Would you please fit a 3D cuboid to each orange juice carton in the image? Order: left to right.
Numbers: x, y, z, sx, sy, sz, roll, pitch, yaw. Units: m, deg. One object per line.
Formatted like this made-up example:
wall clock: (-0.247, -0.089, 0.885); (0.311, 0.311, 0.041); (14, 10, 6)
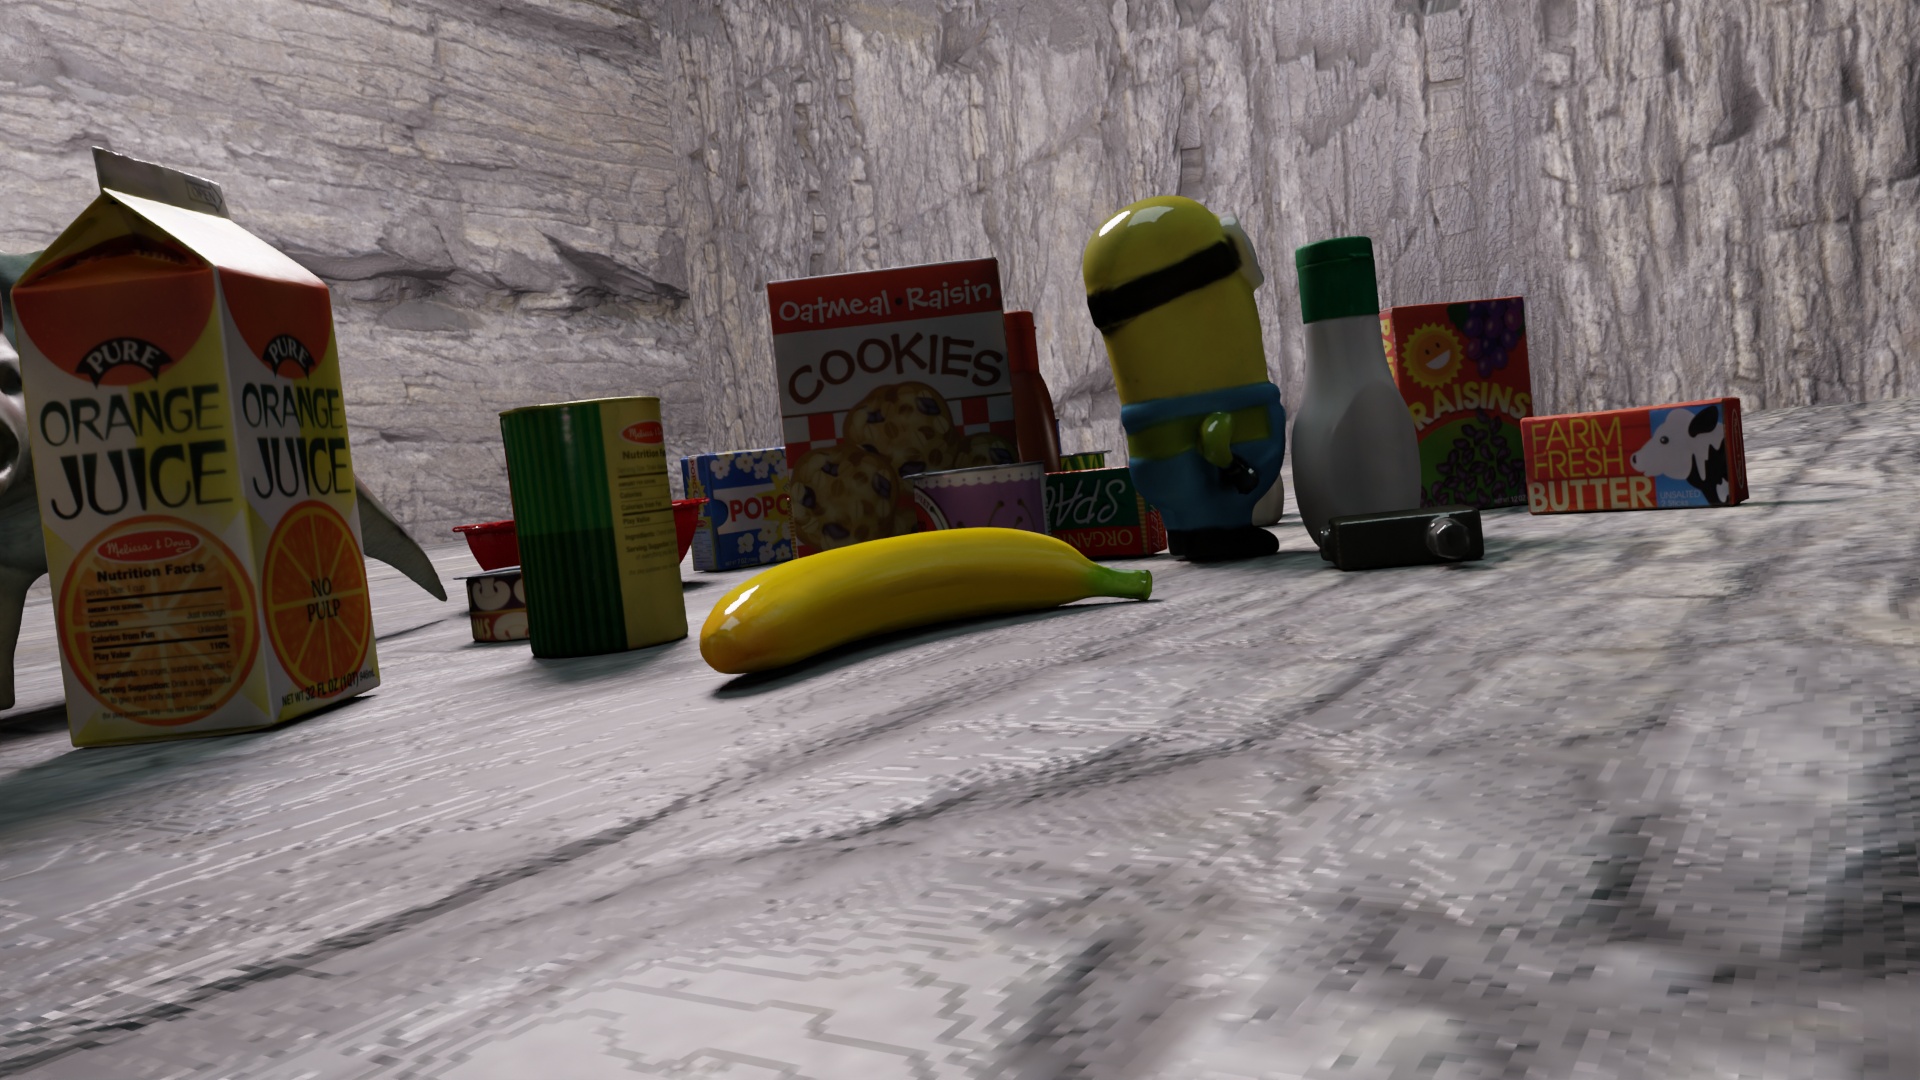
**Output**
orange juice carton: (-0.262, -0.033, 0.478); (0.073, 0.192, 0.072); (-6, 3, 4)

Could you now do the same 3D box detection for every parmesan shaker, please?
parmesan shaker: (-0.156, -0.006, 0.586); (0.071, 0.103, 0.071); (-6, 3, 0)

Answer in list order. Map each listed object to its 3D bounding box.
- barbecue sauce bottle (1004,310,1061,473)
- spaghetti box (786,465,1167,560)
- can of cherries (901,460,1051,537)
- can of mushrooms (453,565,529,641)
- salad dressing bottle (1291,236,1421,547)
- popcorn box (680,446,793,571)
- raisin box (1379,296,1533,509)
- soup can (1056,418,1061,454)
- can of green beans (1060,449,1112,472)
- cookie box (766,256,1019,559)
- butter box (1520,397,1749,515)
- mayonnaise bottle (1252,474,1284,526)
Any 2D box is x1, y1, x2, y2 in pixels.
barbecue sauce bottle: (0.035, -0.067, 0.864); (0.044, 0.148, 0.065); (-8, 3, -25)
spaghetti box: (0.003, -0.010, 0.808); (0.250, 0.050, 0.029); (-4, 4, 34)
can of cherries: (0.009, -0.007, 0.682); (0.071, 0.058, 0.071); (-6, 3, 0)
can of mushrooms: (-0.210, 0.029, 0.683); (0.071, 0.033, 0.071); (-6, 3, 0)
salad dressing bottle: (0.188, -0.071, 0.673); (0.064, 0.147, 0.044); (-7, 3, -24)
popcorn box: (-0.142, -0.026, 1.037); (0.127, 0.085, 0.038); (-9, 4, -43)
raisin box: (0.292, -0.079, 0.824); (0.086, 0.123, 0.040); (-7, 3, -7)
soup can: (0.042, -0.045, 1.021); (0.071, 0.083, 0.071); (-6, 3, 0)
can of green beans: (0.067, -0.029, 0.940); (0.071, 0.057, 0.071); (-6, 3, 0)
cookie box: (-0.032, -0.061, 0.745); (0.123, 0.167, 0.040); (-6, 3, 2)
butter box: (0.342, -0.042, 0.710); (0.024, 0.053, 0.103); (-9, 4, -43)
mayonnaise bottle: (0.167, -0.082, 0.881); (0.064, 0.148, 0.041); (-5, 3, 27)
